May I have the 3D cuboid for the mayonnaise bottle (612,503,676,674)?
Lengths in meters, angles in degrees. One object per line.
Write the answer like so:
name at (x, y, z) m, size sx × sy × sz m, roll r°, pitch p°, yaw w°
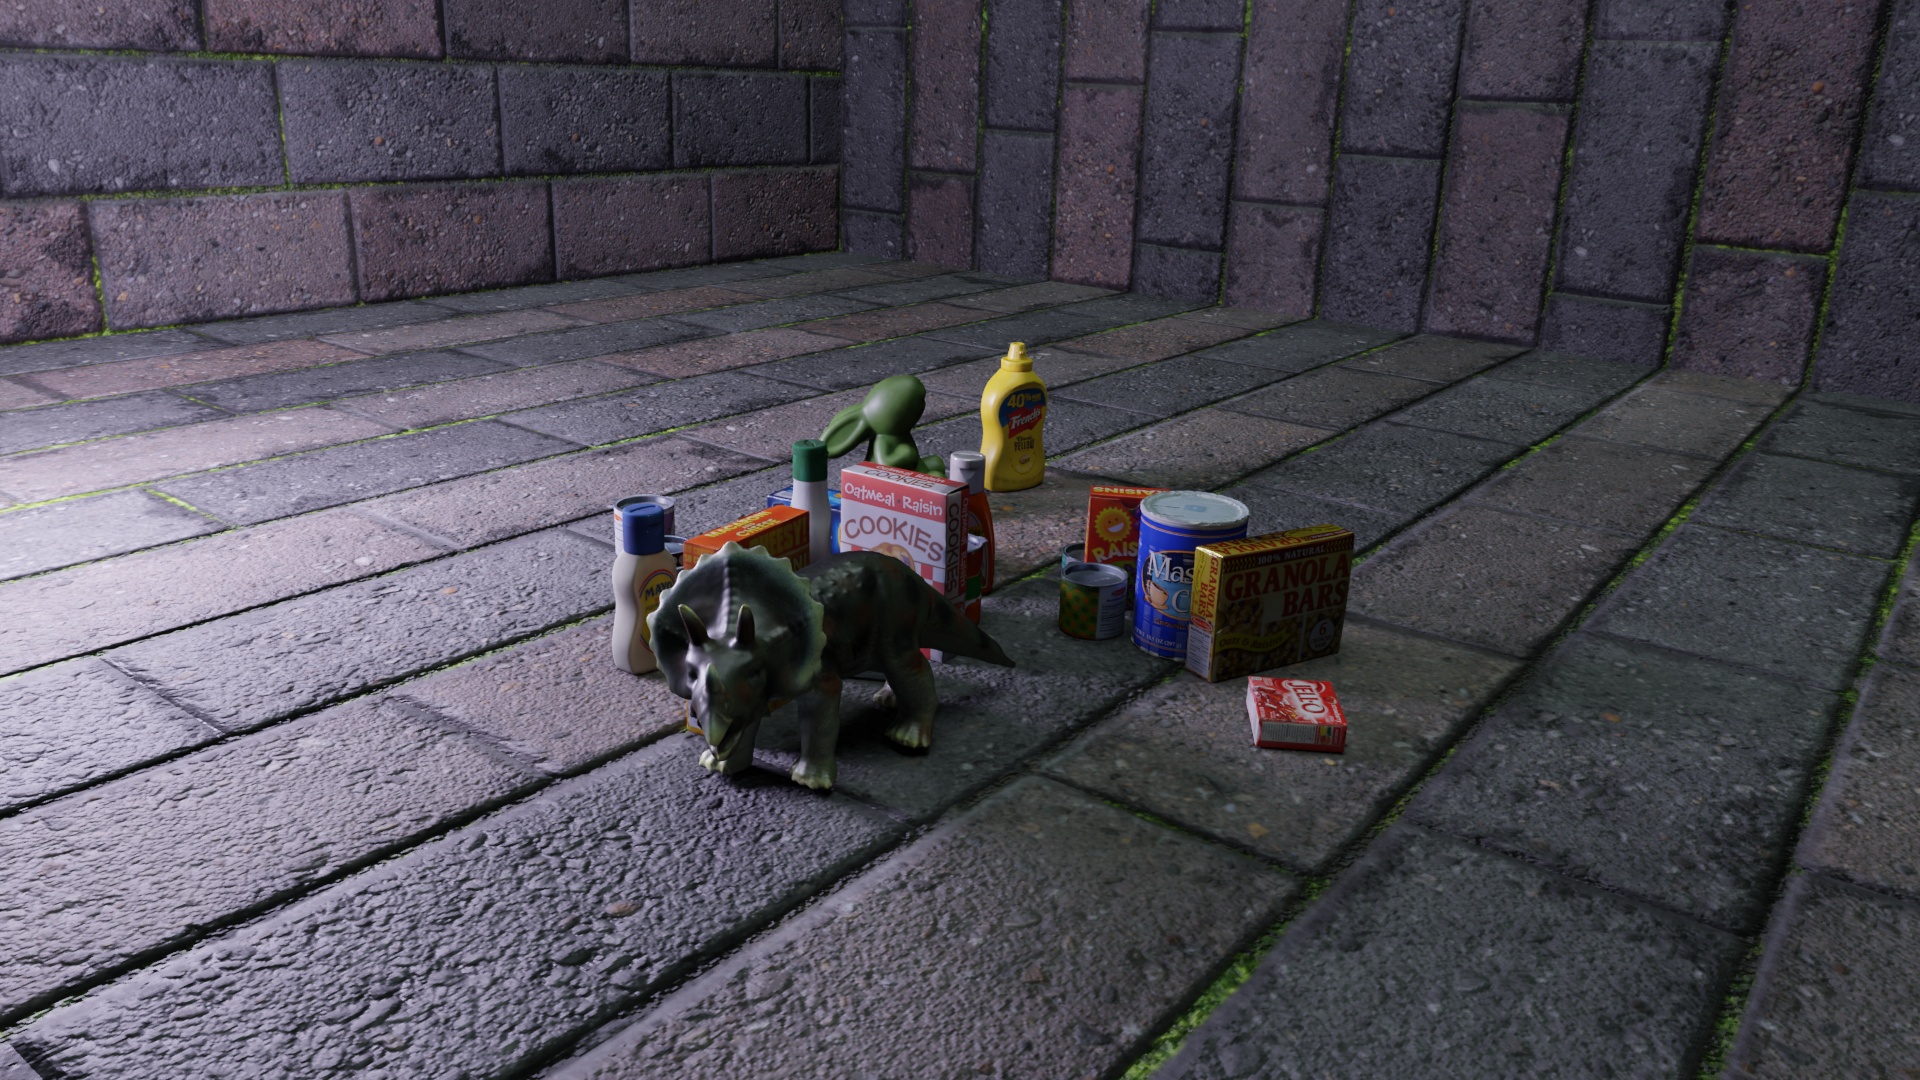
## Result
mayonnaise bottle at (-0.281, 0.042, 1.242) m, size 0.041 × 0.147 × 0.065 m, roll 16°, pitch 23°, yaw 36°

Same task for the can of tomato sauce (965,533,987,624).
can of tomato sauce at (-0.010, 0.040, 1.380) m, size 0.071 × 0.082 × 0.071 m, roll 2°, pitch 18°, yaw -1°

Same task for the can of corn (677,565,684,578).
can of corn at (-0.254, 0.061, 1.329) m, size 0.071 × 0.058 × 0.071 m, roll 2°, pitch 19°, yaw -1°

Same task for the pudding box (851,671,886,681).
pudding box at (-0.091, 0.097, 1.254) m, size 0.084 × 0.049 × 0.030 m, roll 5°, pitch 19°, yaw 7°

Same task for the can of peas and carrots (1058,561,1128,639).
can of peas and carrots at (0.129, 0.059, 1.376) m, size 0.071 × 0.058 × 0.071 m, roll 2°, pitch 19°, yaw -1°

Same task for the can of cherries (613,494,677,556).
can of cherries at (-0.347, -0.014, 1.539) m, size 0.071 × 0.058 × 0.072 m, roll 2°, pitch 19°, yaw -1°

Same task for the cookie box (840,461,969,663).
cookie box at (-0.054, 0.018, 1.307) m, size 0.123 × 0.166 × 0.040 m, roll 14°, pitch 22°, yaw 31°

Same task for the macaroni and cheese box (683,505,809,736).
macaroni and cheese box at (-0.177, 0.065, 1.157) m, size 0.040 × 0.165 × 0.124 m, roll 12°, pitch 21°, yaw 28°

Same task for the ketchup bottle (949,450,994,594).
ketchup bottle at (0.005, -0.018, 1.450) m, size 0.065 × 0.148 × 0.044 m, roll 2°, pitch 18°, yaw -1°

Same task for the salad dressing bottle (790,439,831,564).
salad dressing bottle at (-0.160, -0.032, 1.476) m, size 0.044 × 0.147 × 0.064 m, roll -4°, pitch 19°, yaw -17°

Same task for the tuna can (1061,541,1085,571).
tuna can at (0.144, 0.026, 1.514) m, size 0.071 × 0.032 × 0.071 m, roll 2°, pitch 19°, yaw -1°

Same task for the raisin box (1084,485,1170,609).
raisin box at (0.171, 0.008, 1.430) m, size 0.086 × 0.123 × 0.040 m, roll 4°, pitch 18°, yaw 5°

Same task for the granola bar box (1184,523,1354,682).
granola bar box at (0.291, 0.057, 1.300) m, size 0.166 × 0.123 × 0.039 m, roll -9°, pitch 21°, yaw -30°

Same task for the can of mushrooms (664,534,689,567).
can of mushrooms at (-0.320, 0.019, 1.482) m, size 0.071 × 0.033 × 0.071 m, roll 2°, pitch 19°, yaw -1°
